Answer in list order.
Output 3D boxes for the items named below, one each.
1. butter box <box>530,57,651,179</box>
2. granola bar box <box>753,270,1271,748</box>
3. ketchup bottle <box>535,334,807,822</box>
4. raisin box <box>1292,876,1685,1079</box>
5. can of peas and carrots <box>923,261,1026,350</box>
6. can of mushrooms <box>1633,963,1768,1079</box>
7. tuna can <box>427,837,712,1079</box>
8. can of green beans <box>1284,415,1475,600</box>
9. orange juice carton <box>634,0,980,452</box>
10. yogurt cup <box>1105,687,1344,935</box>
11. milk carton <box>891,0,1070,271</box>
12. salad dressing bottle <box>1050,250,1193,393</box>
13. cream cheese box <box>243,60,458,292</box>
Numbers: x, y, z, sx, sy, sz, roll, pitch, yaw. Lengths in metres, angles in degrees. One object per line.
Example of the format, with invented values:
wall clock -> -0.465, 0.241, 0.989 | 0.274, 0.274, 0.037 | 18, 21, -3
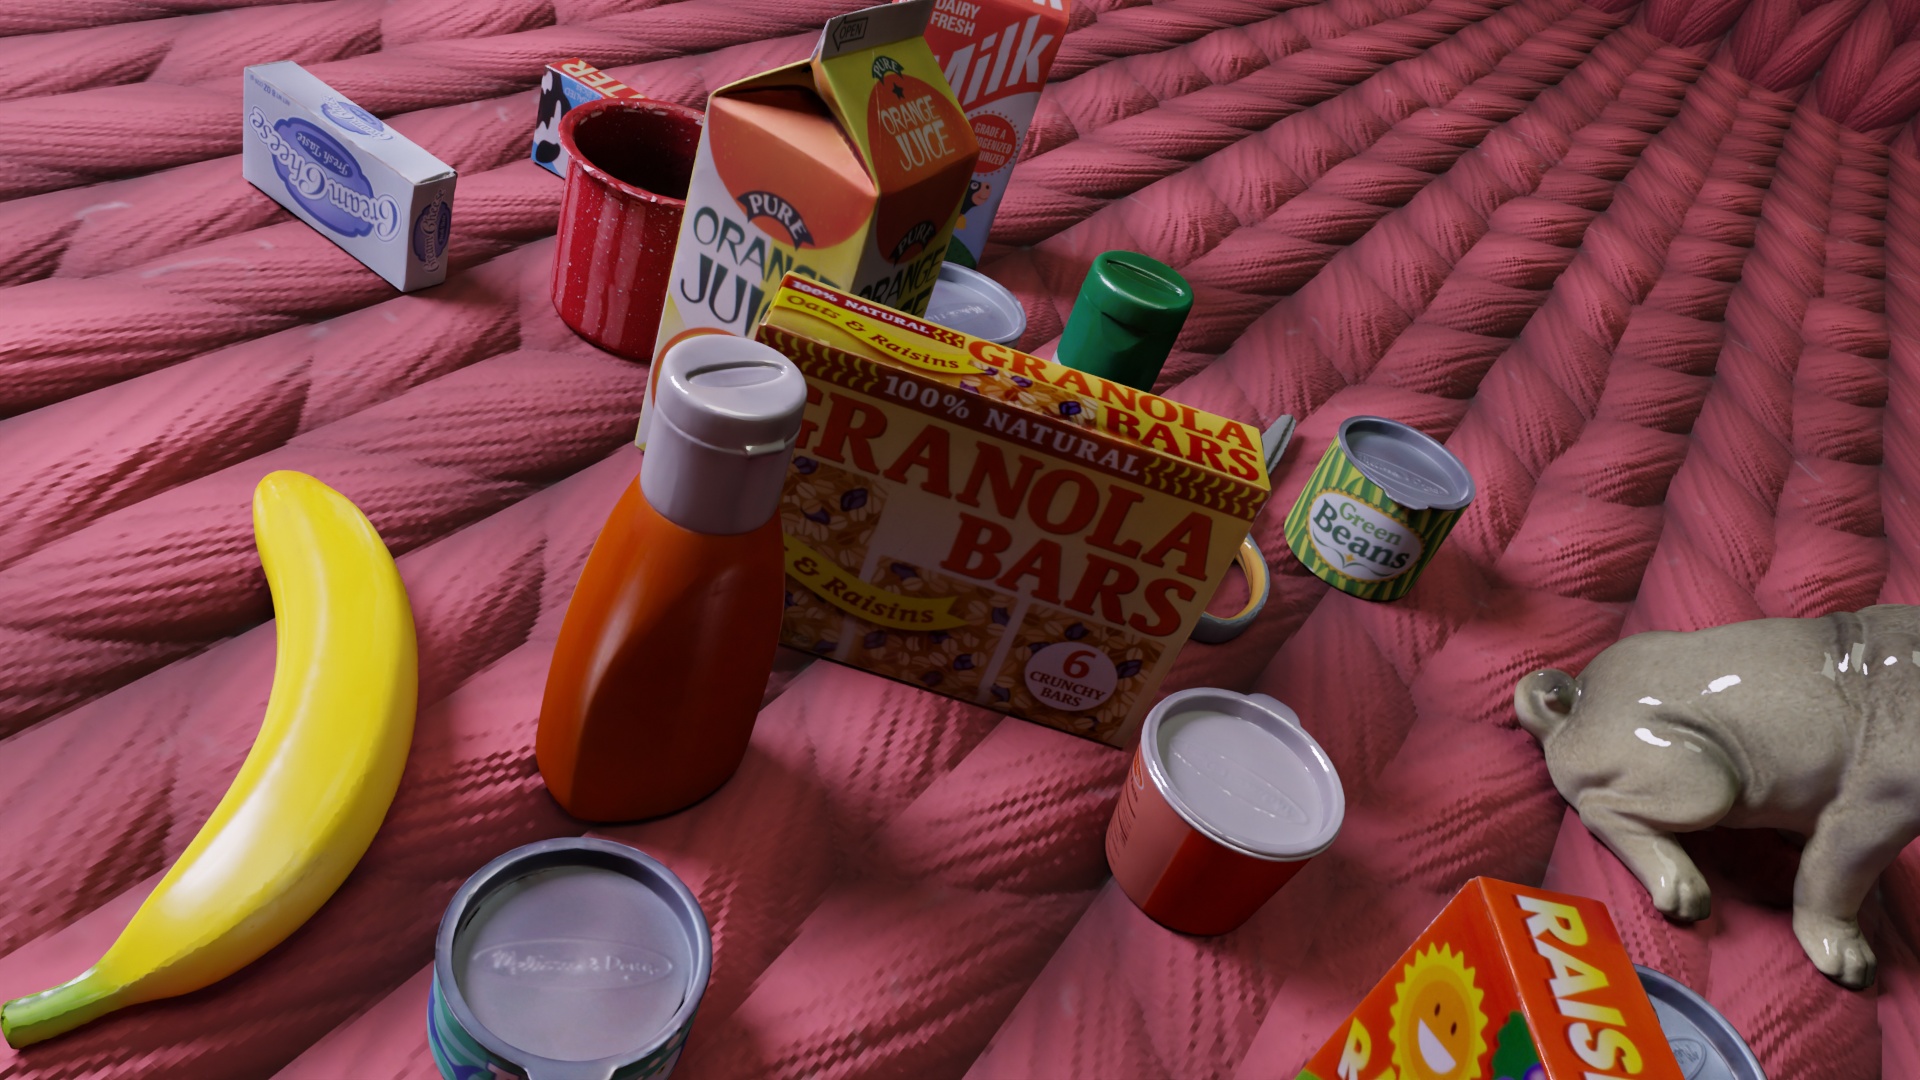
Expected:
butter box -> -0.159, -0.188, 0.677 | 0.103, 0.052, 0.024 | 30, 37, 11
granola bar box -> 0.002, -0.006, 0.470 | 0.166, 0.123, 0.039 | 18, 36, -6
ketchup bottle -> -0.076, 0.014, 0.384 | 0.065, 0.148, 0.043 | -13, 49, -38
raisin box -> 0.120, 0.153, 0.332 | 0.040, 0.122, 0.086 | 14, 37, -11
can of peas and carrots -> -0.013, -0.084, 0.616 | 0.071, 0.058, 0.071 | 14, 37, -11
can of mushrooms -> 0.213, 0.168, 0.436 | 0.071, 0.033, 0.071 | 14, 37, -11
tuna can -> -0.098, 0.113, 0.347 | 0.071, 0.032, 0.071 | 14, 37, -11
can of green beans -> 0.189, -0.015, 0.633 | 0.071, 0.057, 0.071 | 14, 37, -11
orange juice carton -> -0.053, -0.103, 0.506 | 0.073, 0.191, 0.072 | 32, 37, 13
yogurt cup -> 0.081, 0.090, 0.449 | 0.072, 0.053, 0.073 | 14, 37, -11
milk carton -> -0.002, -0.233, 0.698 | 0.072, 0.189, 0.074 | 9, 38, -17
salad dressing bottle -> 0.039, -0.033, 0.504 | 0.064, 0.146, 0.044 | 24, 36, 3
cream cheese box -> -0.257, -0.153, 0.582 | 0.104, 0.053, 0.024 | 34, 38, 16
